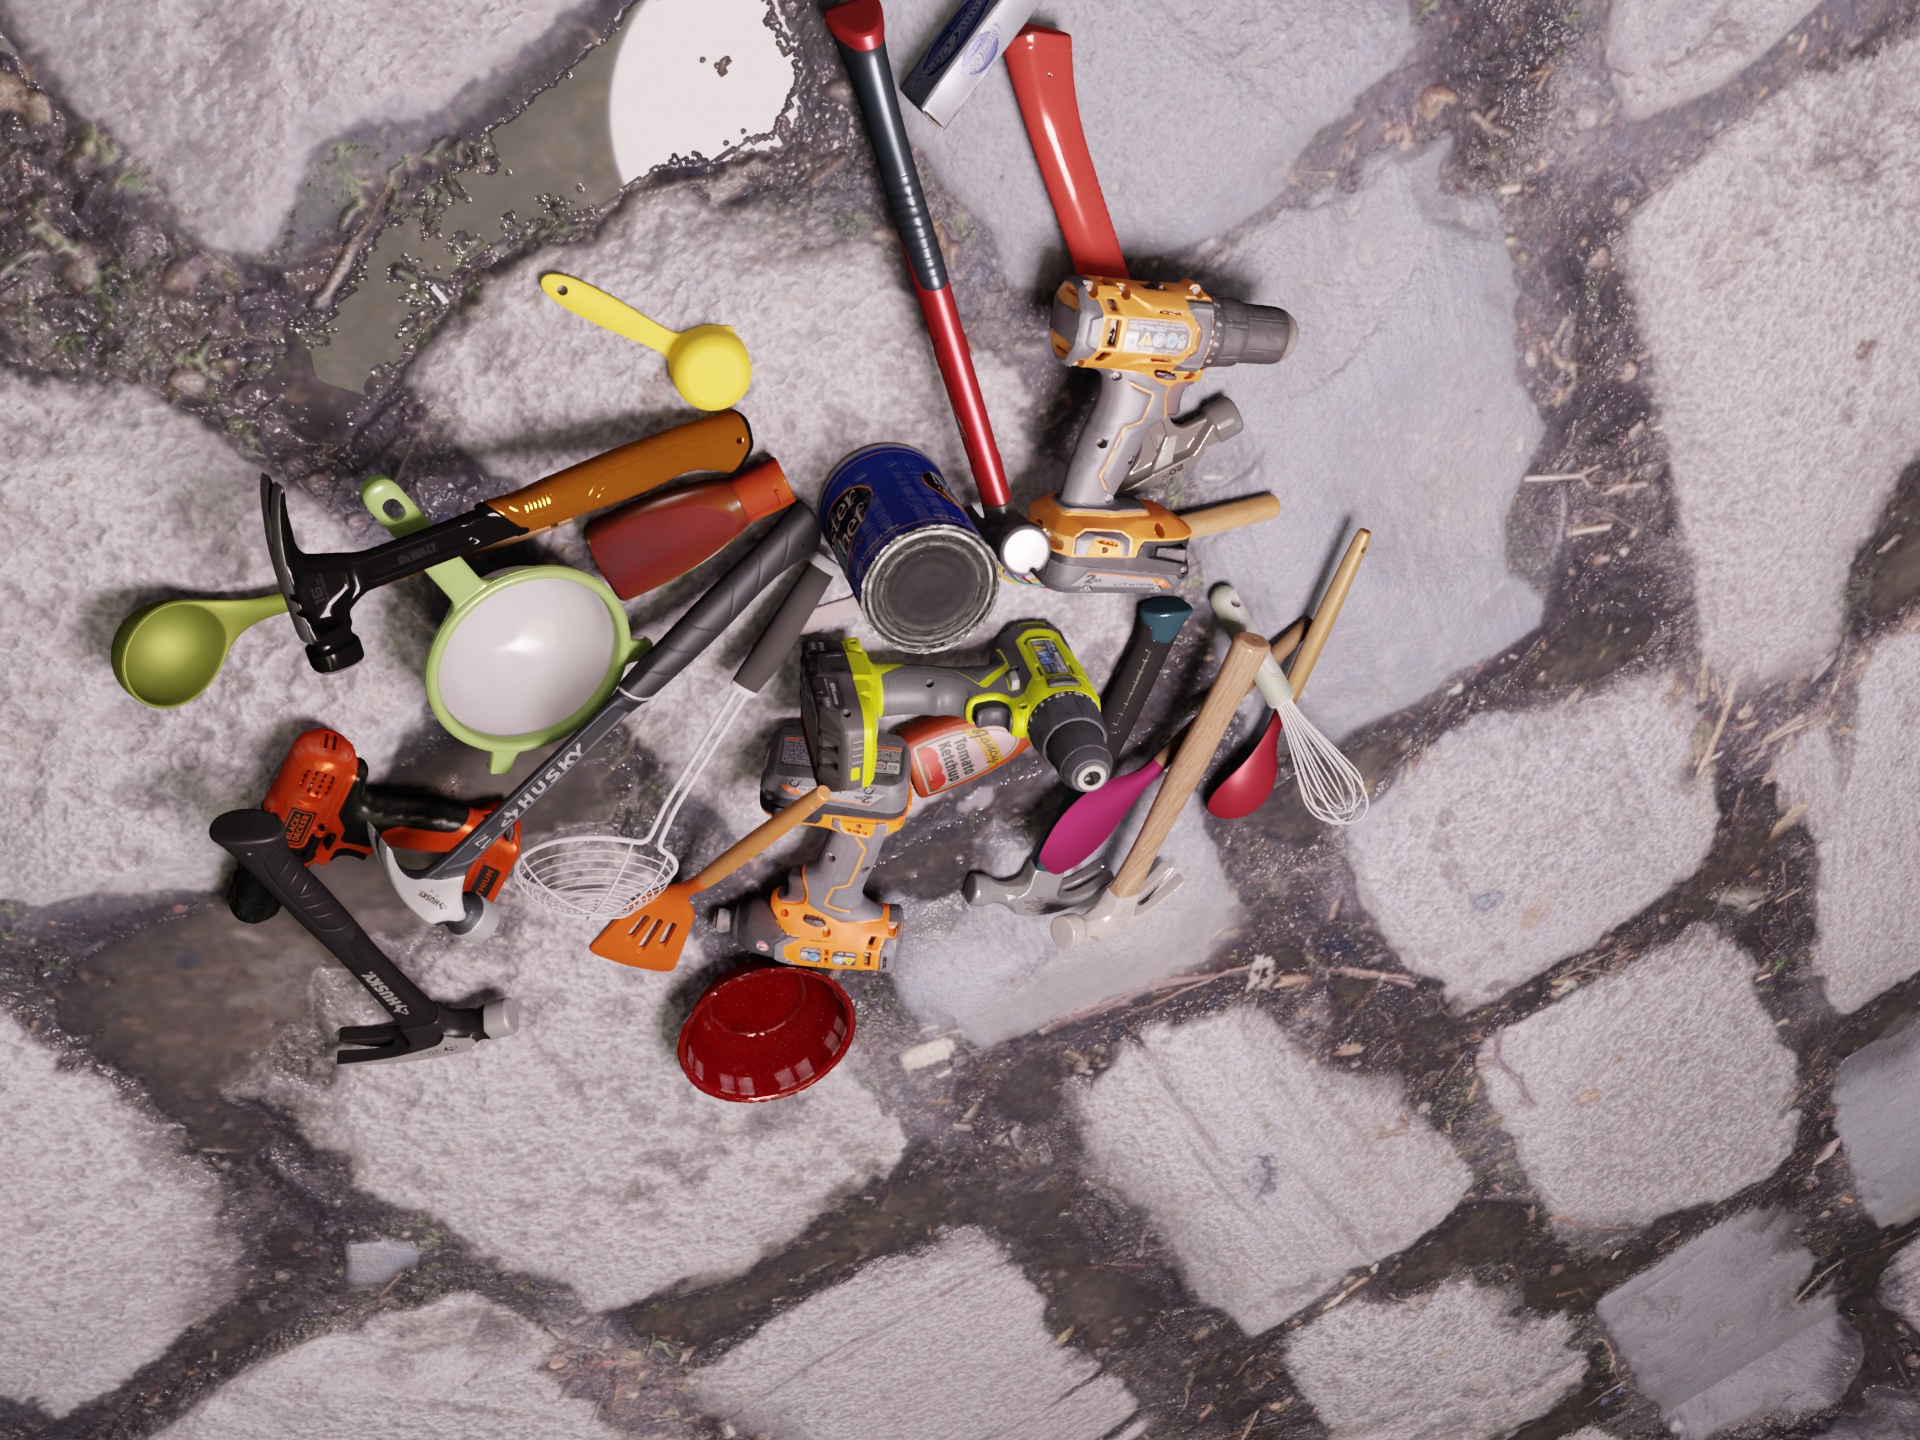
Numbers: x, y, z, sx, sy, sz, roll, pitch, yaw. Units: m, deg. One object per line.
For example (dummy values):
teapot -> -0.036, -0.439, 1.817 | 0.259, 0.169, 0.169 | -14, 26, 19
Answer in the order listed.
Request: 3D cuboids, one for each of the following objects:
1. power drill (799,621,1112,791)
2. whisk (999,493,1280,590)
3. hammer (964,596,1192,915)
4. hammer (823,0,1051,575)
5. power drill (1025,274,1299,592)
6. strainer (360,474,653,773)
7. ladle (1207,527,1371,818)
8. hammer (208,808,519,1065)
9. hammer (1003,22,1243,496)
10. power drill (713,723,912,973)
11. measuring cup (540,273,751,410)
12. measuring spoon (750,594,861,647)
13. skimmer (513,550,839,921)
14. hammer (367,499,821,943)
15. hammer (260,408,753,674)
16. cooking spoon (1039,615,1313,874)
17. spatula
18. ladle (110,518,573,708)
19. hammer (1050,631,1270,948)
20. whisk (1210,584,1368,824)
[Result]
power drill -> -0.002, -0.004, 1.233 | 0.228, 0.191, 0.080 | -4, 124, -13
whisk -> 0.147, -0.148, 1.278 | 0.245, 0.051, 0.047 | -15, 121, -14
hammer -> 0.118, 0.037, 1.398 | 0.128, 0.033, 0.331 | 10, 118, -24
hammer -> -0.020, -0.294, 1.099 | 0.038, 0.143, 0.386 | -21, 116, -6
power drill -> 0.144, -0.210, 1.171 | 0.185, 0.084, 0.226 | -2, 119, -21
strainer -> -0.339, -0.087, 1.109 | 0.151, 0.069, 0.256 | -41, 137, -8
ladle -> 0.294, -0.031, 1.402 | 0.069, 0.031, 0.315 | -6, 129, -34
hammer -> -0.473, 0.173, 1.220 | 0.146, 0.035, 0.334 | -14, 140, 3
hammer -> 0.093, -0.320, 1.145 | 0.149, 0.037, 0.358 | -27, 128, -1
power drill -> -0.123, 0.116, 1.329 | 0.164, 0.084, 0.226 | 6, 126, -2
measuring cup -> -0.211, -0.259, 1.080 | 0.156, 0.029, 0.062 | 22, 113, -32
measuring spoon -> -0.106, -0.078, 1.248 | 0.124, 0.018, 0.034 | -22, 128, -3
skimmer -> -0.217, 0.012, 1.251 | 0.127, 0.090, 0.363 | 26, 100, -47
hammer -> -0.254, -0.011, 1.160 | 0.409, 0.036, 0.149 | -45, 149, -7
hammer -> -0.283, -0.149, 1.047 | 0.337, 0.034, 0.127 | -27, 127, -31
cooking spoon -> 0.191, 0.021, 1.389 | 0.319, 0.017, 0.068 | -43, 137, -2
spatula -> -0.196, 0.129, 1.289 | 0.081, 0.041, 0.322 | 21, 143, -30
ladle -> -0.423, -0.088, 1.106 | 0.320, 0.062, 0.078 | -19, 138, -10
hammer -> 0.188, 0.064, 1.387 | 0.130, 0.031, 0.331 | -9, 133, -41
whisk -> 0.281, -0.011, 1.370 | 0.059, 0.058, 0.246 | -18, 109, 45
